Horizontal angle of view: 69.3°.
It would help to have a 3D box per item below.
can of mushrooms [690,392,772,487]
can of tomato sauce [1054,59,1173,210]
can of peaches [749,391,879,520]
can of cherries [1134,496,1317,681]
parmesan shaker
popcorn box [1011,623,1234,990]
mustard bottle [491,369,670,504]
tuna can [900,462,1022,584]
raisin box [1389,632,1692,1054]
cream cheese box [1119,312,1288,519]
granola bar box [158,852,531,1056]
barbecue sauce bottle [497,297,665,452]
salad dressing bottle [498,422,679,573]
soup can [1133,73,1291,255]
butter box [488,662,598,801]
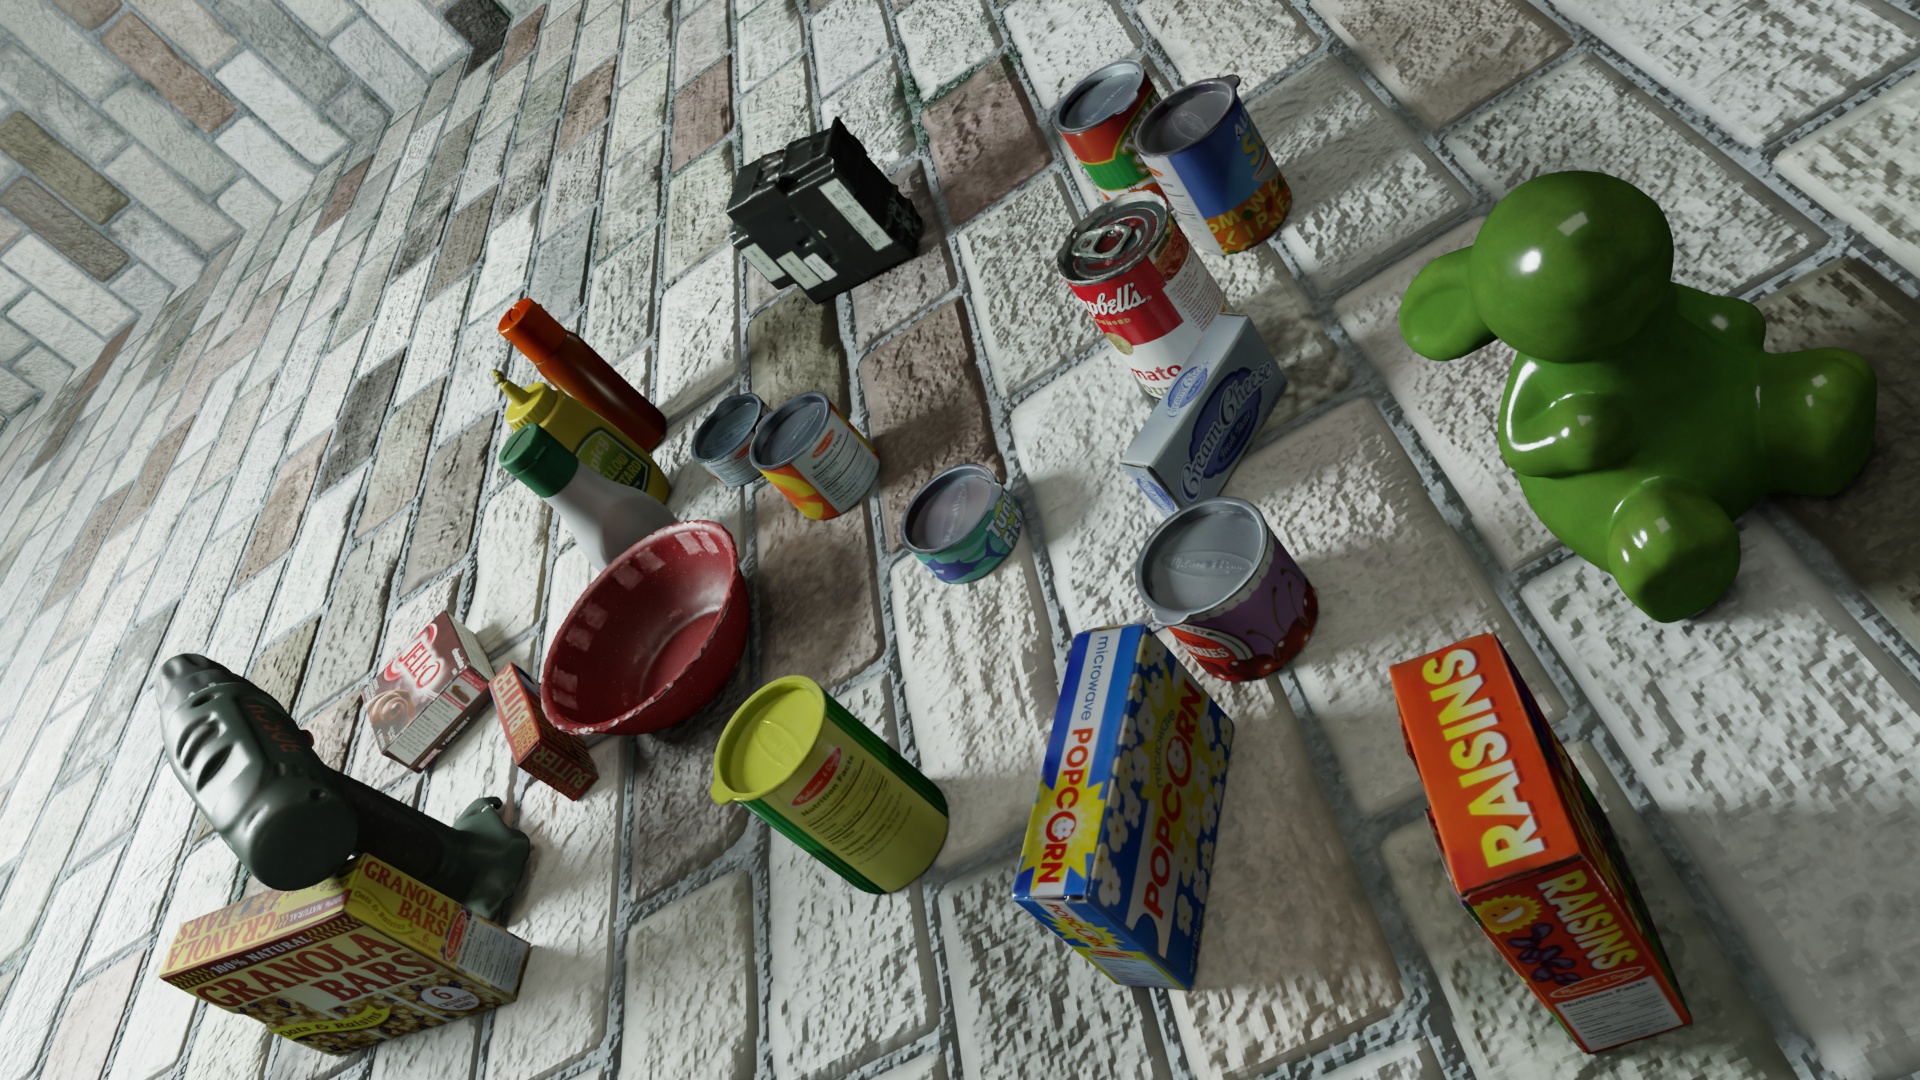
[{"bbox_3d":[-0.162,-0.075,1.020,0.071,0.033,0.071,-25,40,23],"label":"can of mushrooms"},{"bbox_3d":[0.112,-0.260,0.911,0.071,0.083,0.071,-25,40,23],"label":"can of tomato sauce"},{"bbox_3d":[-0.097,-0.056,0.921,0.071,0.058,0.071,-25,40,23],"label":"can of peaches"},{"bbox_3d":[0.121,0.025,0.640,0.071,0.058,0.072,-25,40,23],"label":"can of cherries"},{"bbox_3d":[-0.063,0.122,0.674,0.071,0.103,0.072,-25,40,23],"label":"parmesan shaker"},{"bbox_3d":[0.071,0.109,0.579,0.038,0.085,0.127,-11,47,36],"label":"popcorn box"},{"bbox_3d":[-0.285,-0.069,1.021,0.049,0.160,0.065,10,61,47],"label":"mustard bottle"},{"bbox_3d":[0.003,-0.010,0.805,0.071,0.032,0.071,-25,40,23],"label":"tuna can"},{"bbox_3d":[0.187,0.099,0.451,0.040,0.123,0.086,-26,40,22],"label":"raisin box"},{"bbox_3d":[0.129,-0.063,0.724,0.024,0.053,0.104,15,65,49],"label":"cream cheese box"},{"bbox_3d":[-0.355,0.244,0.803,0.165,0.124,0.039,-23,41,25],"label":"granola bar box"},{"bbox_3d":[-0.300,-0.130,1.105,0.043,0.148,0.065,-43,36,1],"label":"barbecue sauce bottle"},{"bbox_3d":[-0.248,-0.022,0.950,0.044,0.147,0.064,8,59,46],"label":"salad dressing bottle"},{"bbox_3d":[0.155,-0.225,0.836,0.071,0.083,0.072,-25,40,23],"label":"soup can"},{"bbox_3d":[-0.273,0.124,0.908,0.024,0.053,0.104,-45,36,-2],"label":"butter box"}]
